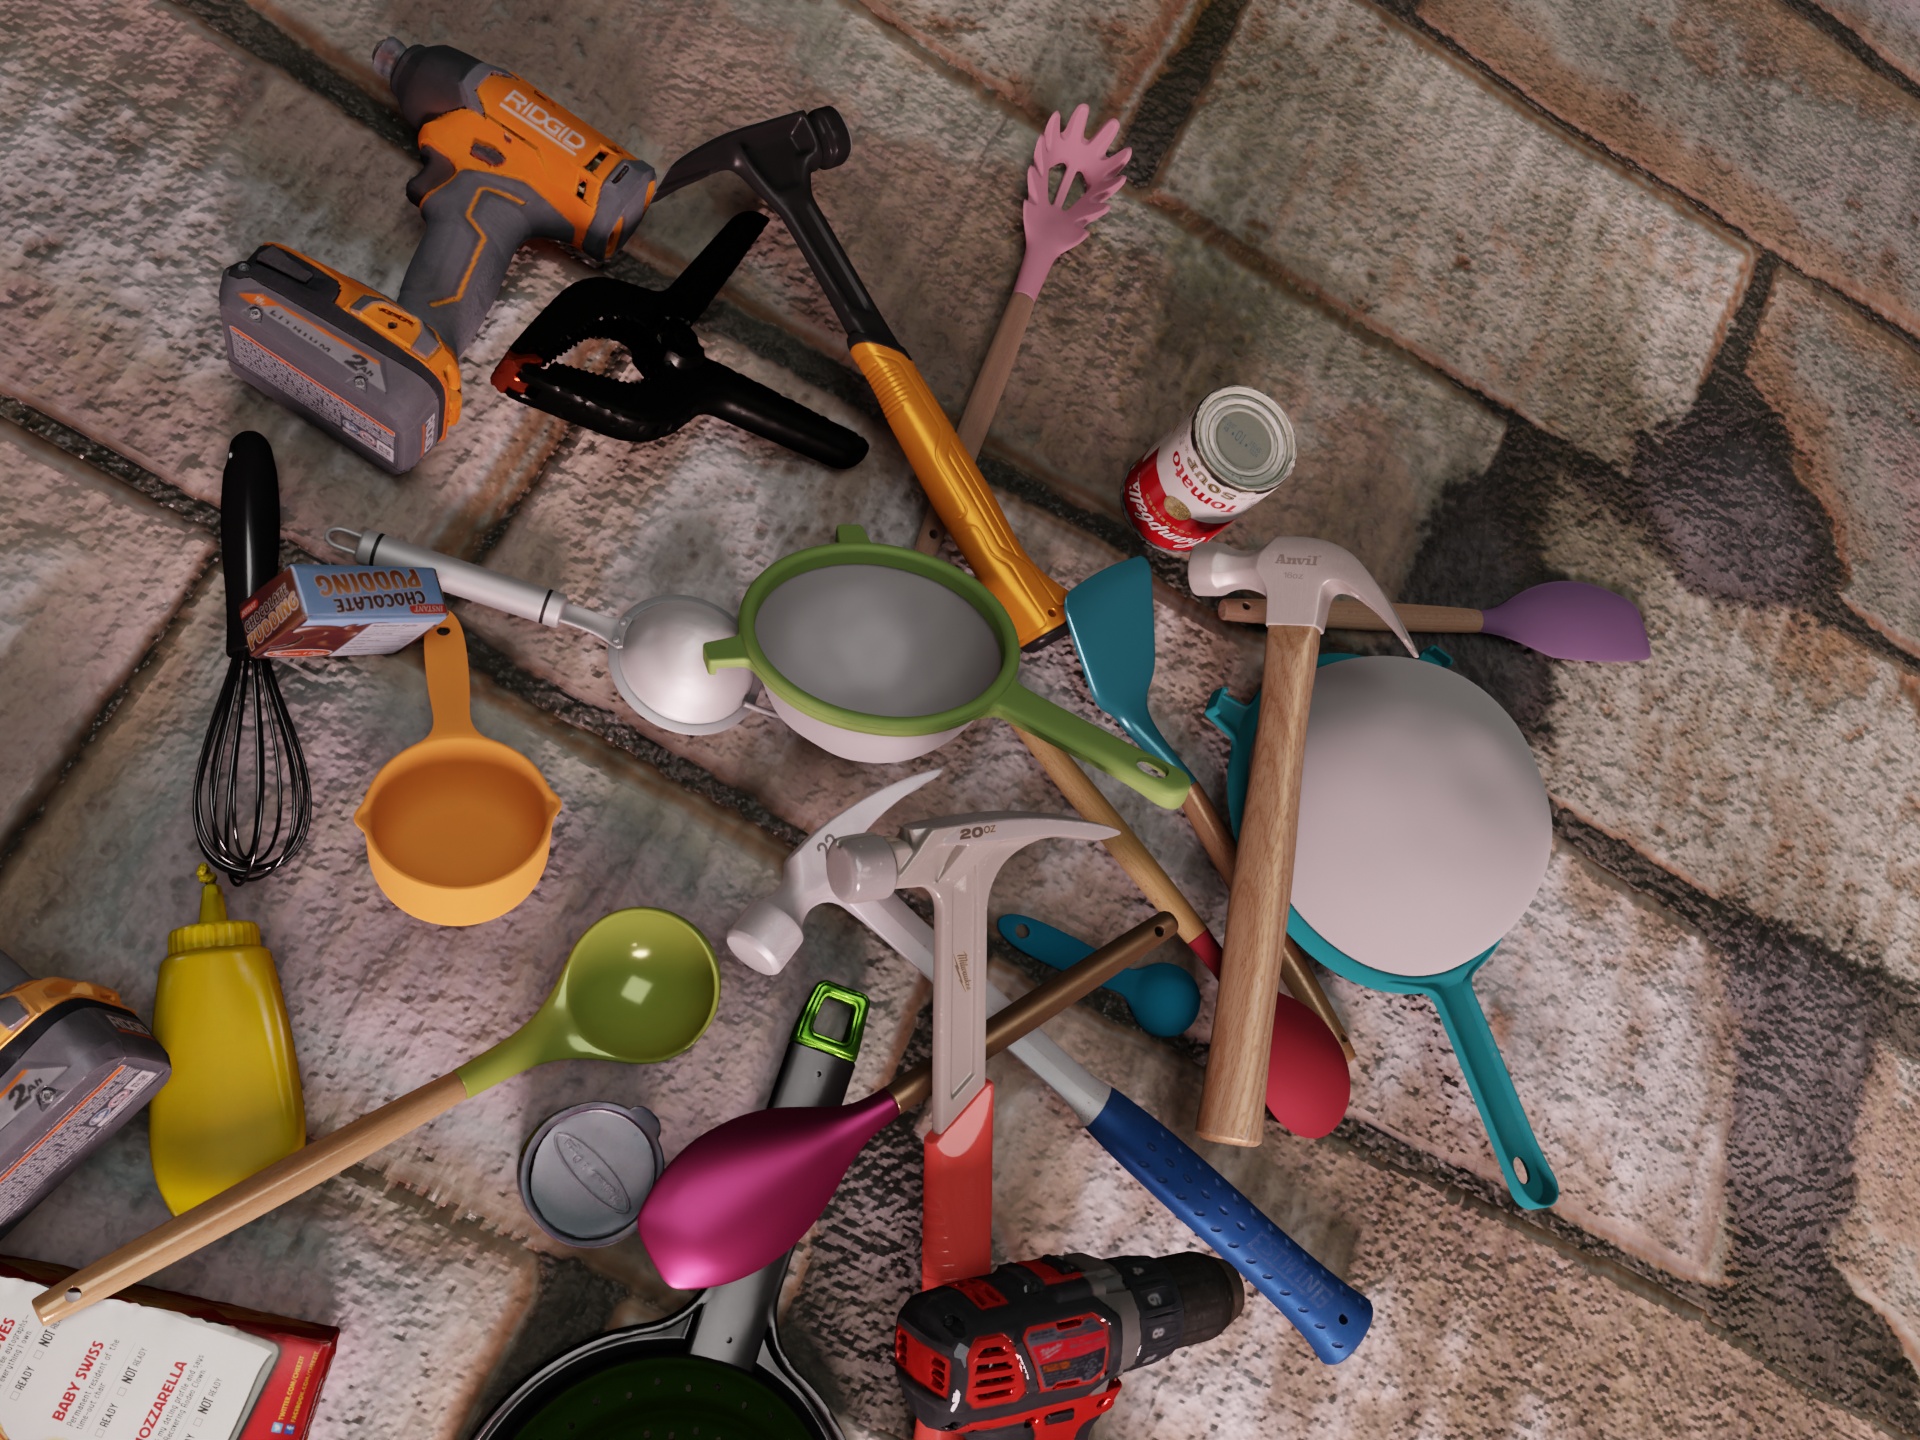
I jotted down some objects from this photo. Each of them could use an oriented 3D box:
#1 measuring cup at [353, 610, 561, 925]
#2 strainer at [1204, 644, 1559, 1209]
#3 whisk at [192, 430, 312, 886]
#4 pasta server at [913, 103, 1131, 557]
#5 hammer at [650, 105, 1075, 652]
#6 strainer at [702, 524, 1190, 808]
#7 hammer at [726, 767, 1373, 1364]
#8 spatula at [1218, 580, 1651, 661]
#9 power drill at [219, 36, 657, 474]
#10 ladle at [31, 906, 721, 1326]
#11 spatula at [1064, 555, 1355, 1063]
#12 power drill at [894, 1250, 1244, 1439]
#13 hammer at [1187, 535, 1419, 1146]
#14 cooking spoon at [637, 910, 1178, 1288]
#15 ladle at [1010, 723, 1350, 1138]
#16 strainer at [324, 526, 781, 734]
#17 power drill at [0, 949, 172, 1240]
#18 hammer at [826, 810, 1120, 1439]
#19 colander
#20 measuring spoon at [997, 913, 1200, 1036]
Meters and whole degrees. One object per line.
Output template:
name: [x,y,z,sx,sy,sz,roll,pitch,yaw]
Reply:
measuring cup: [-0.256,0.024,0.804,0.095,0.052,0.174,-4,54,-20]
strainer: [0.286,0.103,0.901,0.211,0.095,0.340,-11,73,-30]
whisk: [-0.351,-0.036,0.786,0.055,0.055,0.239,-2,73,-18]
pasta server: [0.031,-0.237,0.965,0.060,0.040,0.316,23,71,-9]
hammer: [-0.039,-0.185,0.898,0.127,0.034,0.337,-32,91,-32]
strainer: [-0.001,-0.003,0.848,0.256,0.069,0.151,27,44,12]
hammer: [0.069,0.194,0.850,0.405,0.035,0.144,43,61,-7]
spatula: [0.309,-0.067,1.019,0.315,0.018,0.060,0,66,-18]
power drill: [-0.289,-0.261,0.848,0.164,0.084,0.227,34,64,-6]
ladle: [-0.250,0.177,0.723,0.320,0.062,0.078,-26,85,-34]
spatula: [0.150,0.058,0.921,0.082,0.044,0.317,-28,87,-43]
power drill: [0.054,0.365,0.754,0.187,0.080,0.227,2,91,-34]
hammer: [0.169,0.061,0.862,0.031,0.130,0.331,25,71,-58]
cooking spoon: [-0.013,0.175,0.788,0.319,0.017,0.069,-28,91,-25]
ladle: [0.118,0.101,0.900,0.069,0.031,0.315,-34,82,-40]
strainer: [-0.207,-0.056,0.841,0.258,0.050,0.087,18,55,-9]
power drill: [-0.478,0.125,0.672,0.226,0.084,0.185,41,75,10]
hammer: [0.007,0.224,0.773,0.149,0.037,0.359,-3,97,-31]
colander: [-0.110,0.311,0.743,0.204,0.094,0.397,22,70,-11]
measuring spoon: [0.080,0.138,0.889,0.128,0.021,0.042,26,70,-9]
